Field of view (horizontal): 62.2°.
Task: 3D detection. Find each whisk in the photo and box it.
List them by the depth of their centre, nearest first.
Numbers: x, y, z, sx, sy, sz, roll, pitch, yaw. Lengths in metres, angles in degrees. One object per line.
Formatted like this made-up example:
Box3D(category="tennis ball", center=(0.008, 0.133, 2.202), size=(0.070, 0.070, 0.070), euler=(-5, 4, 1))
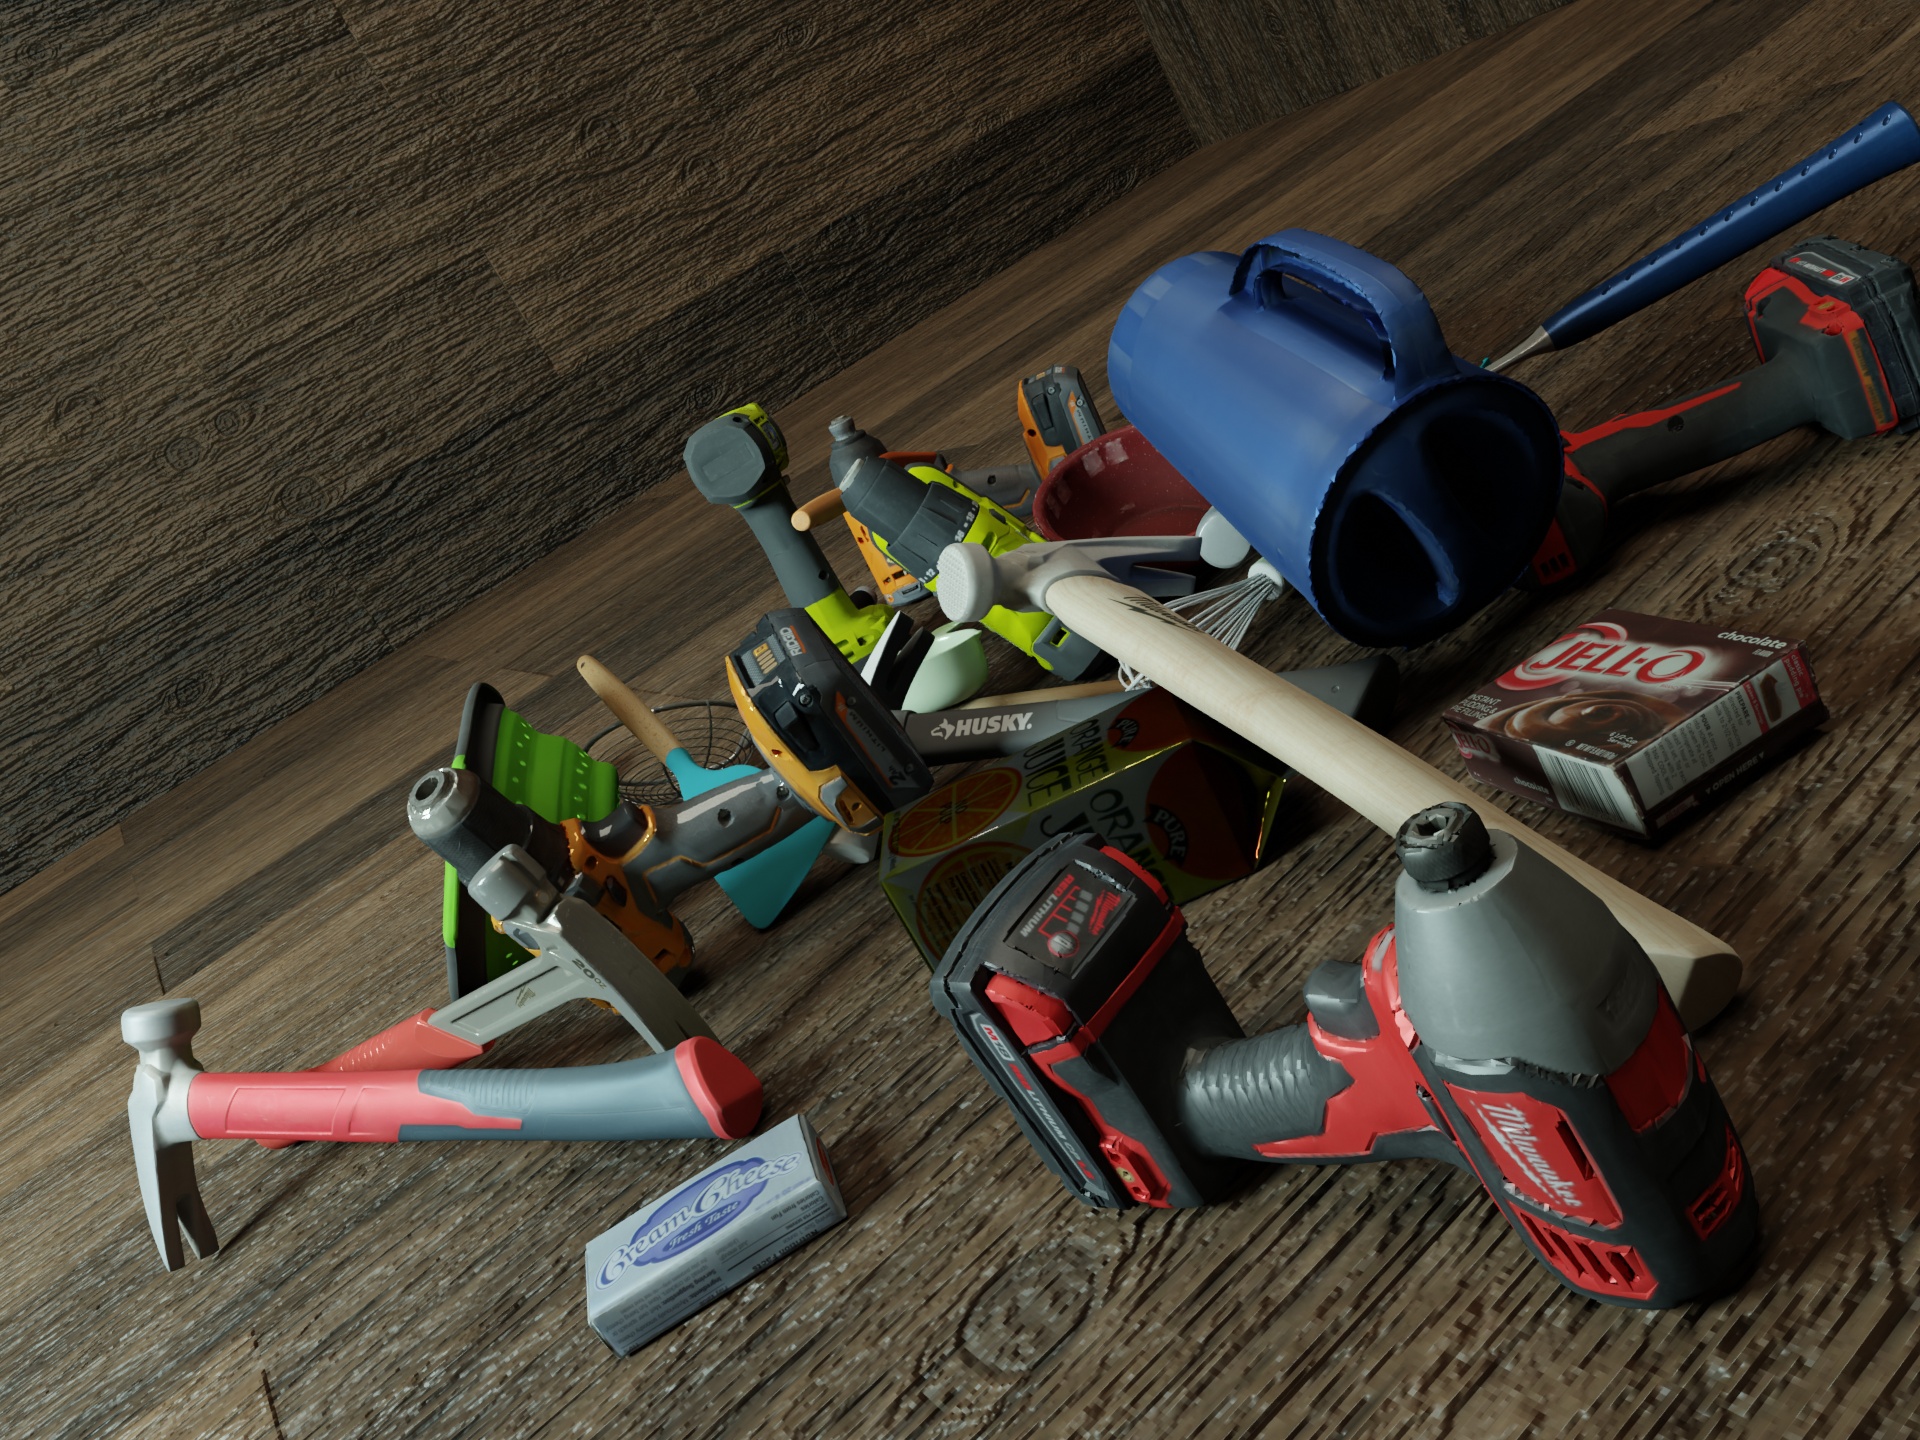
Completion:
Box3D(category="whisk", center=(0.173, -0.078, 0.925), size=(0.246, 0.058, 0.059), euler=(-37, -10, -34))

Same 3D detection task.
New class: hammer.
Box3D(category="hammer", center=(0.141, 0.000, 0.645), size=(0.146, 0.038, 0.411), euler=(-6, 26, -26))
Box3D(category="hammer", center=(-0.266, 0.205, 0.783), size=(0.386, 0.143, 0.038), euler=(-7, 2, 26))
Box3D(category="hammer", center=(0.067, -0.003, 0.834), size=(0.335, 0.035, 0.146), euler=(-6, 62, 38))
Box3D(category="hammer", center=(-0.281, 0.181, 0.851), size=(0.359, 0.149, 0.037), euler=(-29, 19, 38))
Box3D(category="hammer", center=(0.315, -0.208, 0.883), size=(0.405, 0.035, 0.144), euler=(-29, 9, 22))

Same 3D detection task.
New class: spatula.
Box3D(category="spatula", center=(-0.179, 0.020, 0.999), size=(0.082, 0.044, 0.318), euler=(-57, 38, 3))
Box3D(category="spatula", center=(-0.072, -0.155, 1.130), size=(0.081, 0.041, 0.323), euler=(-57, 2, 15))

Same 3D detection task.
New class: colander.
Box3D(category="colander", center=(-0.280, 0.084, 1.078), size=(0.094, 0.204, 0.397), euler=(3, -3, -12))

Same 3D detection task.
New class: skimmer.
Box3D(category="skimmer", center=(-0.160, -0.043, 1.234), size=(0.127, 0.090, 0.363), euler=(-34, 12, 34))

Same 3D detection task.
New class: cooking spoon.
Box3D(category="cooking spoon", center=(-0.002, -0.003, 1.021), size=(0.319, 0.017, 0.069), euler=(-8, 18, 47))

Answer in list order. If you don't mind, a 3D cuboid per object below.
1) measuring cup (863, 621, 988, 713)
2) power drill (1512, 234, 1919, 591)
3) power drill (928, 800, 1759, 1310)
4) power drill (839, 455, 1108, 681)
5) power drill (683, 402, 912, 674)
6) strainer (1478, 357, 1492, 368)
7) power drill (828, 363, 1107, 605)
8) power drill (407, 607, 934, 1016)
Box3D(category="measuring cup", center=(-0.011, -0.038, 1.065), size=(0.083, 0.038, 0.167), euler=(-18, 9, 13))
Box3D(category="power drill", center=(0.358, -0.158, 0.823), size=(0.226, 0.080, 0.188), euler=(-27, 19, 17))
Box3D(category="power drill", center=(0.099, 0.088, 0.462), size=(0.220, 0.143, 0.078), euler=(-8, 31, 51))
Box3D(category="power drill", center=(0.001, -0.114, 1.052), size=(0.080, 0.190, 0.229), euler=(-55, 12, 6))
Box3D(category="power drill", center=(-0.118, -0.125, 1.168), size=(0.080, 0.223, 0.171), euler=(-28, 13, 6))
Box3D(category="strainer", center=(0.200, -0.221, 1.172), size=(0.340, 0.095, 0.211), euler=(-28, 19, -1))
Box3D(category="power drill", center=(0.007, -0.208, 1.313), size=(0.226, 0.164, 0.084), euler=(-23, 18, 13))
Box3D(category="power drill", center=(-0.149, 0.039, 0.820), size=(0.226, 0.185, 0.084), euler=(-36, 41, 3))
